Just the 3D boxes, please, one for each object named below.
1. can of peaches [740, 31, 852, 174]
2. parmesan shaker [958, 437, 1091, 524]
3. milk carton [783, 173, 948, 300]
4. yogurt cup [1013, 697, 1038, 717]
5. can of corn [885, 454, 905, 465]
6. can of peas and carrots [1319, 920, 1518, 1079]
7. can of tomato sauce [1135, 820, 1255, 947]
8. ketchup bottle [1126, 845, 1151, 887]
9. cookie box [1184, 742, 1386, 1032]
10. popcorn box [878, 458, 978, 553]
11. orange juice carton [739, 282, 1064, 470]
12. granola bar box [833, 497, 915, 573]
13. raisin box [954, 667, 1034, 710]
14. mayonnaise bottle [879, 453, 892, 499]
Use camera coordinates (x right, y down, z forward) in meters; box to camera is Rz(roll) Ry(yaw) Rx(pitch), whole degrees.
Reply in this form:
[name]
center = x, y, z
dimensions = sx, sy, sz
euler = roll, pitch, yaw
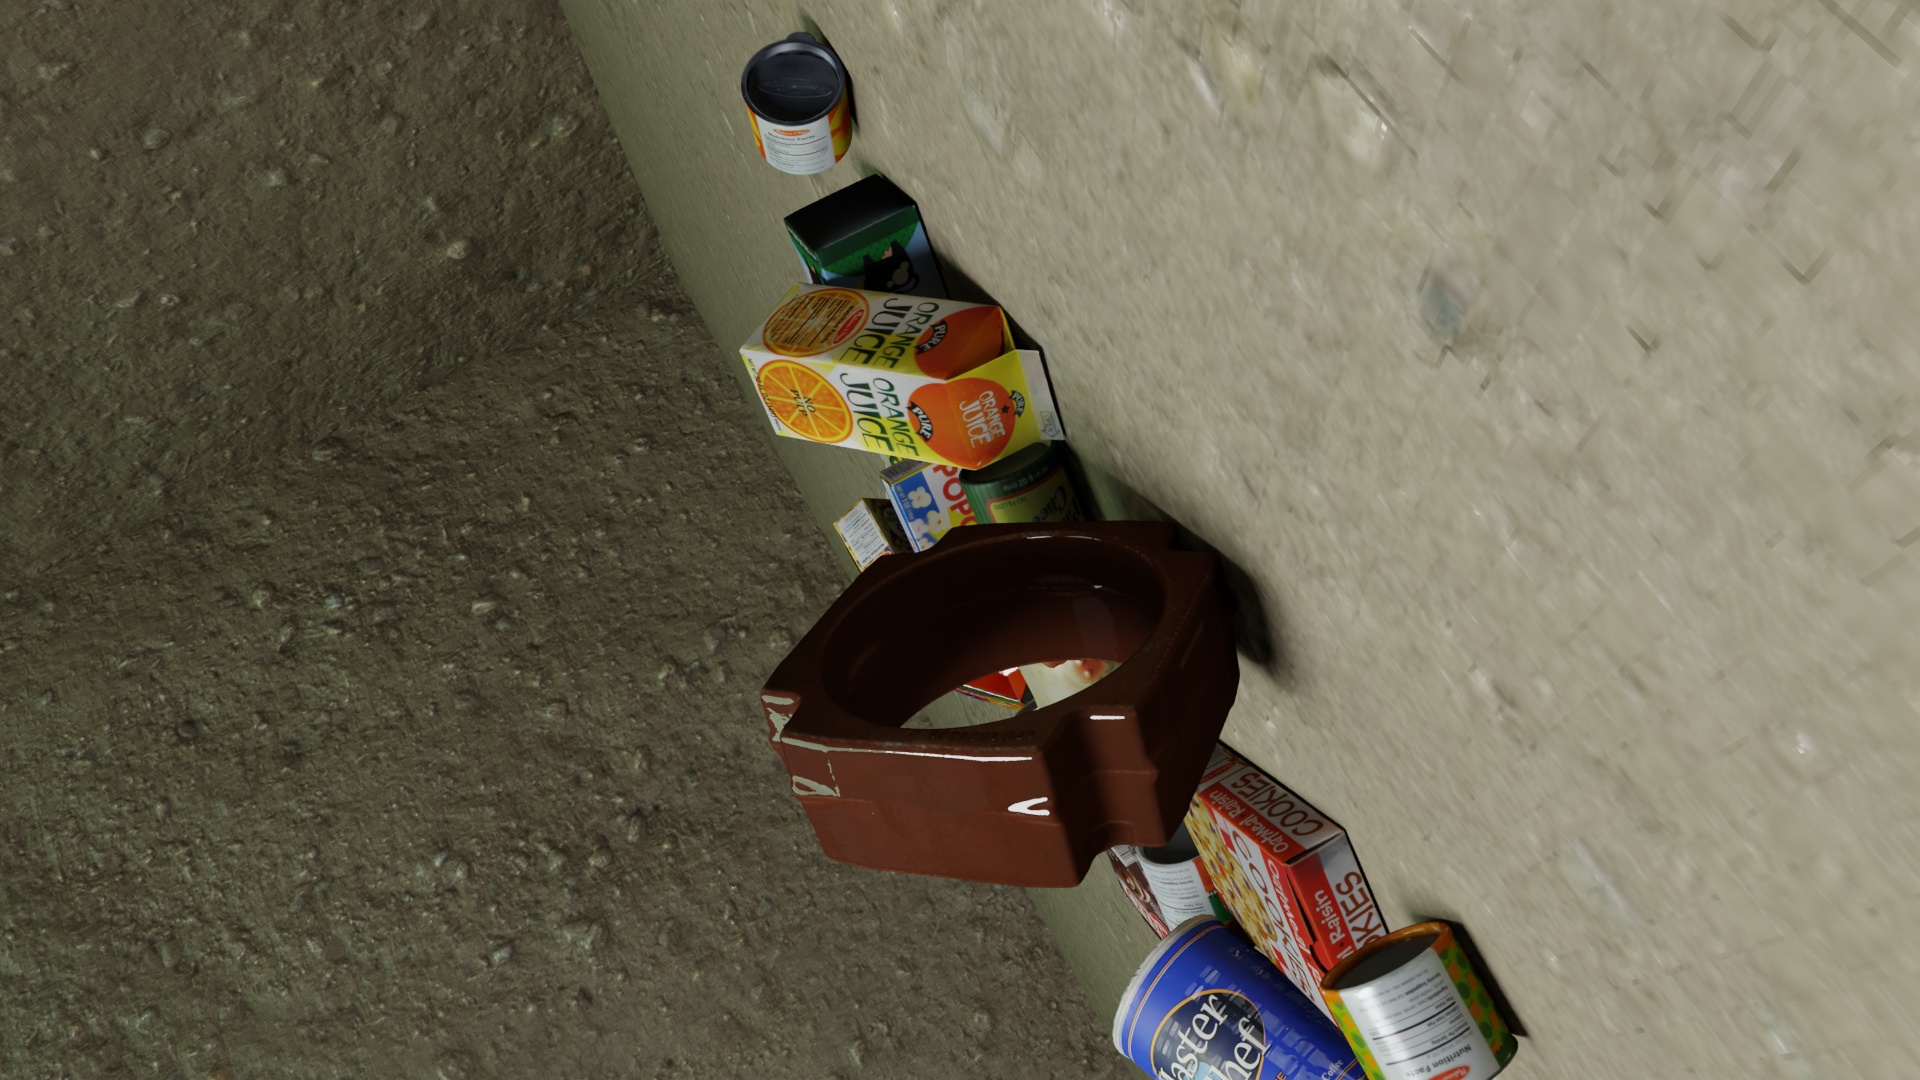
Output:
[can of peaches]
center = -0.104, -0.282, 0.901
dimensions = 0.071, 0.071, 0.058
euler = 59, 171, 17
[parmesan shaker]
center = 0.045, -0.006, 0.856
dimensions = 0.102, 0.071, 0.071
euler = 65, 171, -22
[milk carton]
center = -0.046, -0.144, 0.955
dimensions = 0.072, 0.073, 0.189
euler = 51, 167, 50
[yogurt cup]
center = 0.086, 0.148, 1.139
dimensions = 0.054, 0.072, 0.072
euler = 54, 171, 0
[can of corn]
center = -0.027, -0.076, 1.078
dimensions = 0.058, 0.071, 0.071
euler = 59, 171, 20
[can of peas and carrots]
center = 0.203, 0.211, 0.622
dimensions = 0.059, 0.071, 0.071
euler = 62, 171, 8
[can of tomato sauce]
center = 0.162, 0.226, 0.926
dimensions = 0.083, 0.071, 0.071
euler = 66, 171, -20
[ketchup bottle]
center = 0.170, 0.265, 1.069
dimensions = 0.149, 0.043, 0.064
euler = 59, 171, 14
[cookie box]
center = 0.180, 0.193, 0.786
dimensions = 0.122, 0.040, 0.167
euler = 64, 171, -15
[popcorn box]
center = 0.004, -0.013, 1.036
dimensions = 0.126, 0.085, 0.038
euler = 66, 169, -25
[orange juice carton]
center = -0.030, -0.100, 0.842
dimensions = 0.193, 0.073, 0.071
euler = 12, 142, 28
[granola bar box]
center = -0.018, 0.027, 1.151
dimensions = 0.166, 0.039, 0.124
euler = 1, -127, -58
[raisin box]
center = 0.027, 0.120, 1.220
dimensions = 0.086, 0.040, 0.123
euler = 14, 171, 13
[mayonnaise bottle]
center = -0.042, -0.080, 1.193
dimensions = 0.041, 0.065, 0.147
euler = 51, 162, 42
